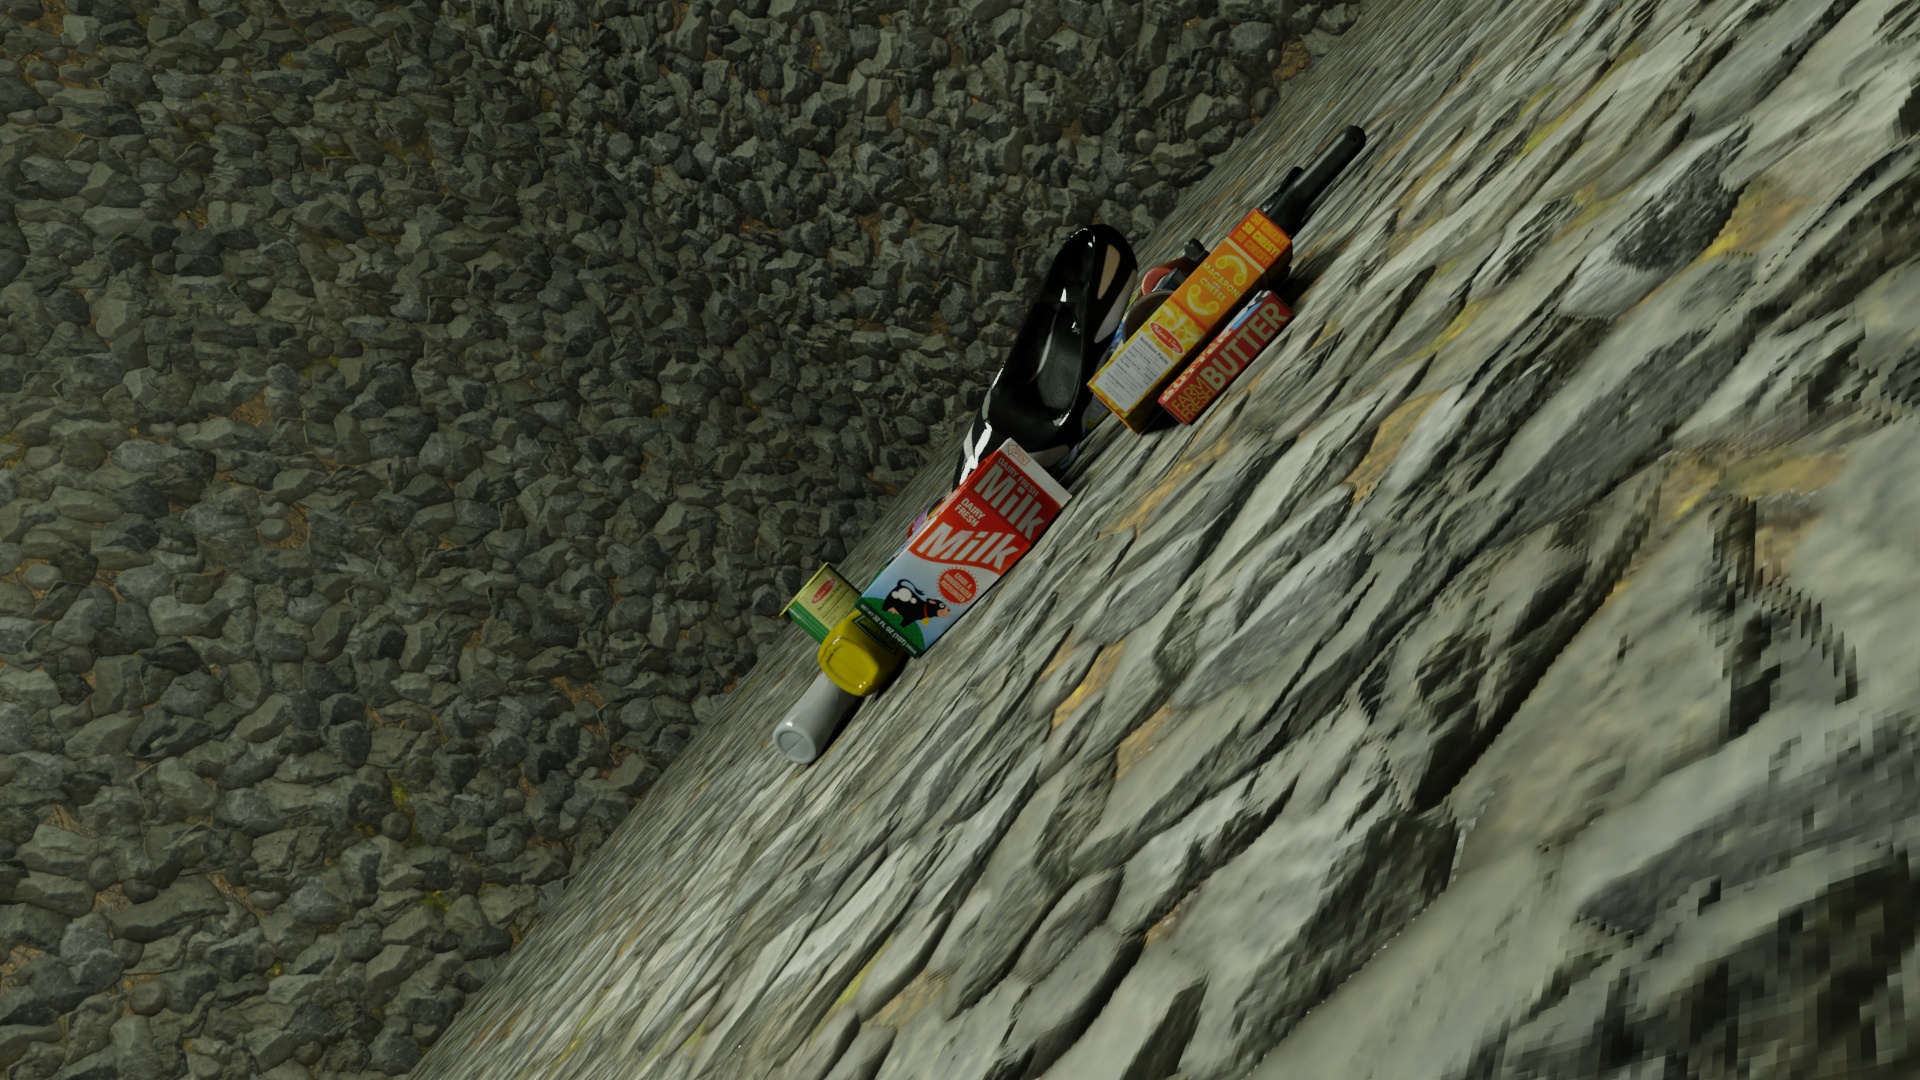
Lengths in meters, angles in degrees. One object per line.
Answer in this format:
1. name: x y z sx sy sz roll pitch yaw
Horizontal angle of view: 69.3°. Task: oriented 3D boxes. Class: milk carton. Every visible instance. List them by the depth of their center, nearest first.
1. milk carton: 0.004 0.003 1.140 0.190 0.072 0.074 -45 6 26

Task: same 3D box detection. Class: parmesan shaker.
1. parmesan shaker: -0.116 0.082 1.359 0.071 0.103 0.071 -47 5 5

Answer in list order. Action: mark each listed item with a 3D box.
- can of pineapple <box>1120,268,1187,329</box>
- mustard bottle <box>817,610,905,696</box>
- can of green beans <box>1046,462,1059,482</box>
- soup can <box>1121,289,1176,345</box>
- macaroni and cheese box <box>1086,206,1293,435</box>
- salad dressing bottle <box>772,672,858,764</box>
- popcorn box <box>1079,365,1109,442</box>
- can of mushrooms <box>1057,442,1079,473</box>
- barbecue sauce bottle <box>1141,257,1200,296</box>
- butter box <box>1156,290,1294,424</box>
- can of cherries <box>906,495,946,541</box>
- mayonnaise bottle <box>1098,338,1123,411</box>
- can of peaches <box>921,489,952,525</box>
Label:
1. can of pineapple: 0.182 -0.189 1.193 0.071 0.058 0.071 -47 5 5
2. mustard bottle: -0.078 0.088 1.237 0.048 0.065 0.161 -51 0 17
3. can of green beans: 0.053 -0.058 1.230 0.071 0.071 0.058 -47 6 5
4. soup can: 0.166 -0.166 1.115 0.071 0.071 0.084 -47 1 14
5. macaroni and cheese box: 0.169 -0.153 1.006 0.166 0.040 0.124 -46 -9 7
6. salad dressing bottle: -0.114 0.140 1.254 0.064 0.044 0.148 -46 4 40
7. popcorn box: 0.103 -0.152 1.378 0.085 0.038 0.127 -46 35 27
8. can of mushrooms: 0.076 -0.090 1.290 0.071 0.071 0.033 -51 5 -29
9. barbecue sauce bottle: 0.206 -0.245 1.351 0.064 0.044 0.149 -55 -8 17
10. butter box: 0.177 -0.123 0.935 0.103 0.024 0.053 -47 5 9
11. can of cherries: -0.014 -0.002 1.371 0.072 0.071 0.058 -51 6 -29
12. mayonnaise bottle: 0.158 -0.161 1.278 0.064 0.041 0.149 -48 5 32
13. can of peaches: 0.005 -0.016 1.285 0.058 0.071 0.071 -49 5 -3
